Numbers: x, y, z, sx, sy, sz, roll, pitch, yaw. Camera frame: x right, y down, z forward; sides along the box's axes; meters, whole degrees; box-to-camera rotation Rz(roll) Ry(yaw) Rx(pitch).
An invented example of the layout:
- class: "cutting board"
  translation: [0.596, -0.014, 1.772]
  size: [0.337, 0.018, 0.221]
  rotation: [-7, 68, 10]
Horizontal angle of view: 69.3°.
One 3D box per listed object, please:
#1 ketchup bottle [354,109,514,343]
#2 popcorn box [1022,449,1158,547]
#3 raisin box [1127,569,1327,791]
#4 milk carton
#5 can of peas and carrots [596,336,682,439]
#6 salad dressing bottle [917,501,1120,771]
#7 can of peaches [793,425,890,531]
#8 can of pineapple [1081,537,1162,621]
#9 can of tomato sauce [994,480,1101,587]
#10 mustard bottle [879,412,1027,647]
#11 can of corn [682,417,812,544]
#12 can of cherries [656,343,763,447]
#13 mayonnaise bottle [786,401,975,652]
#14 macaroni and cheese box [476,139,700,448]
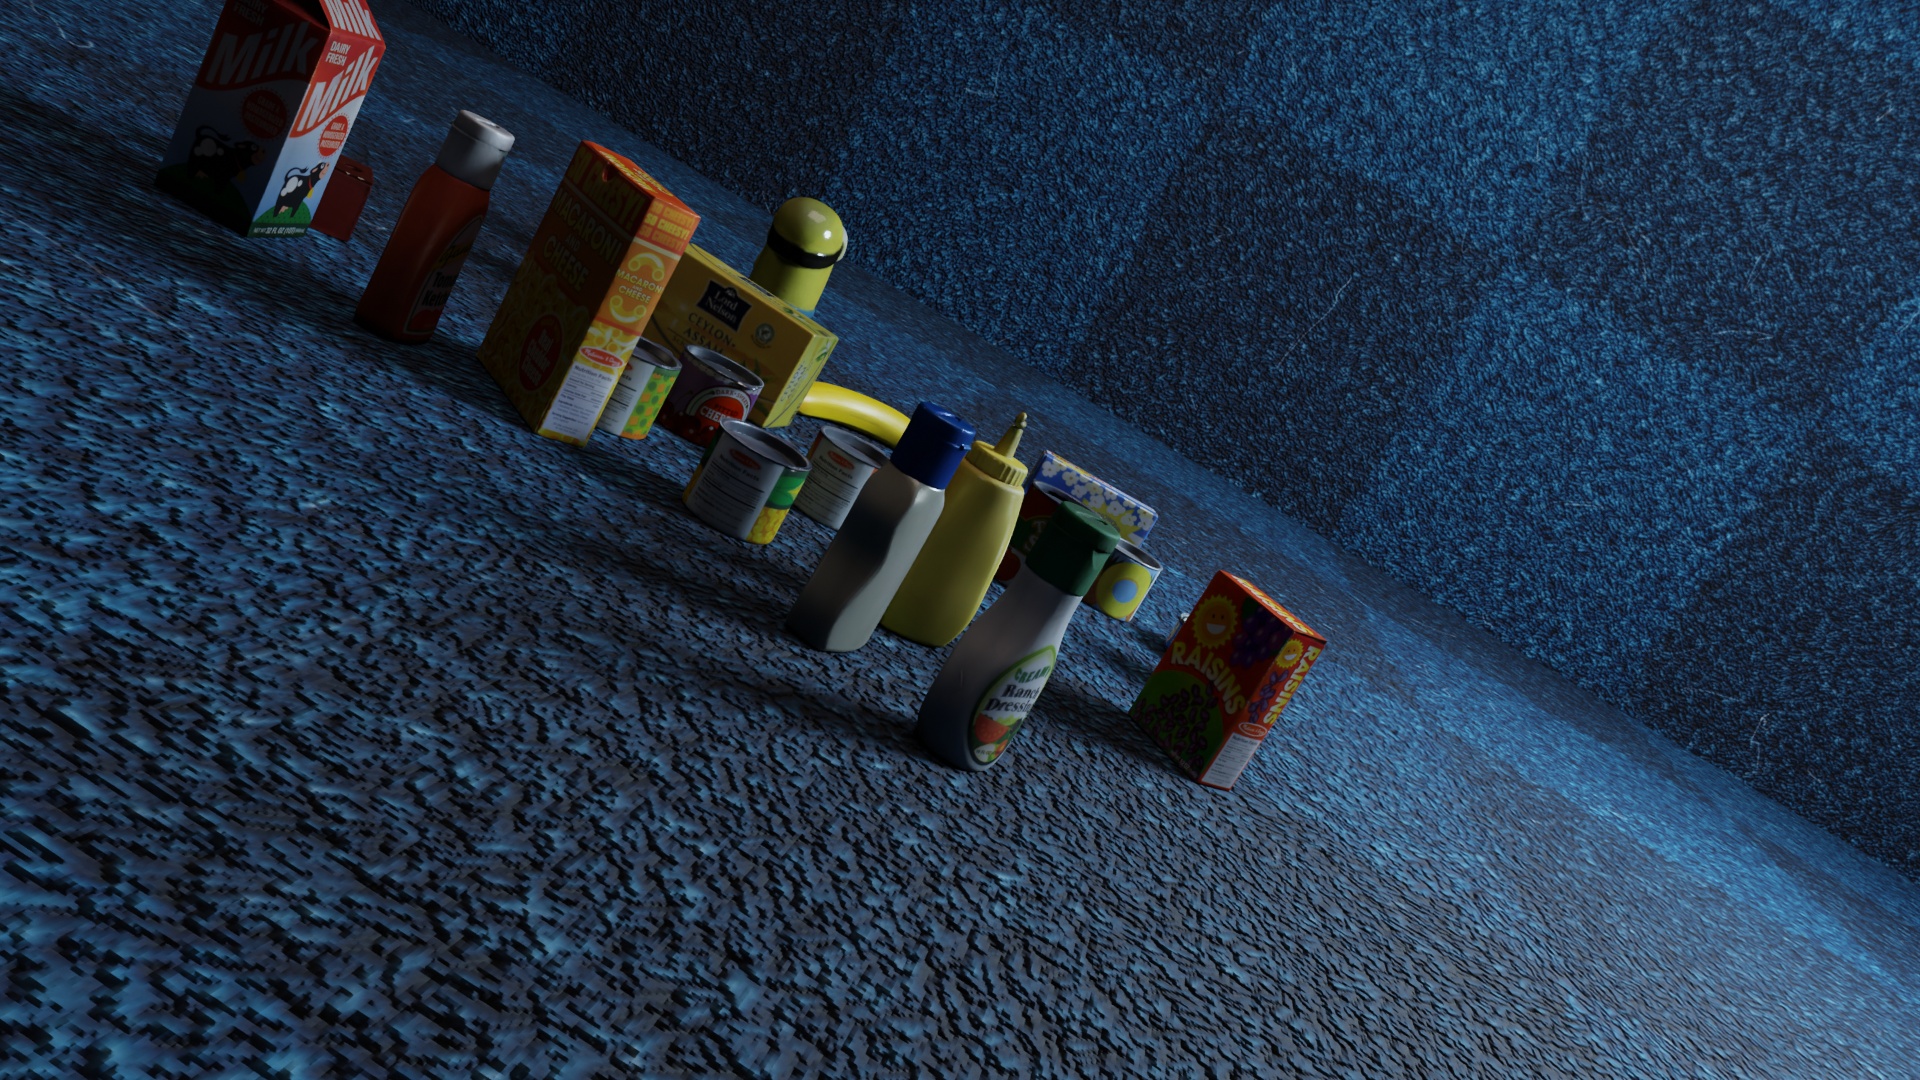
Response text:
- class: "ketchup bottle"
  translation: [-0.334, -0.200, 0.889]
  size: [0.043, 0.148, 0.065]
  rotation: [29, 12, -3]
- class: "popcorn box"
  translation: [0.114, -0.020, 1.335]
  size: [0.127, 0.085, 0.038]
  rotation: [29, 12, -6]
- class: "raisin box"
  translation: [0.180, 0.095, 0.946]
  size: [0.040, 0.123, 0.086]
  rotation: [21, 15, -37]
- class: "milk carton"
  translation: [-0.454, -0.304, 0.930]
  size: [0.073, 0.190, 0.072]
  rotation: [30, 12, -1]
- class: "can of peas and carrots"
  translation: [-0.236, -0.111, 0.967]
  size: [0.071, 0.058, 0.071]
  rotation: [28, 12, -7]
- class: "salad dressing bottle"
  translation: [0.031, 0.050, 0.732]
  size: [0.044, 0.147, 0.064]
  rotation: [39, 15, 35]
- class: "can of peaches"
  translation: [-0.088, -0.045, 1.040]
  size: [0.071, 0.058, 0.071]
  rotation: [28, 12, -7]
- class: "can of pineapple"
  translation: [0.137, 0.031, 1.247]
  size: [0.071, 0.057, 0.071]
  rotation: [28, 12, -7]
- class: "can of tomato sauce"
  translation: [0.069, 0.003, 1.148]
  size: [0.071, 0.083, 0.071]
  rotation: [28, 12, -7]
- class: "mustard bottle"
  translation: [0.003, -0.011, 0.878]
  size: [0.065, 0.160, 0.049]
  rotation: [25, 13, -24]
- class: "can of corn"
  translation: [-0.138, -0.038, 0.904]
  size: [0.071, 0.058, 0.071]
  rotation: [28, 12, -7]
- class: "can of cherries"
  translation: [-0.191, -0.107, 1.053]
  size: [0.071, 0.058, 0.071]
  rotation: [28, 12, -7]
- class: "mayonnaise bottle"
  translation: [-0.042, -0.007, 0.789]
  size: [0.041, 0.147, 0.065]
  rotation: [34, 13, 19]
- class: "macaroni and cheese box"
  translation: [-0.244, -0.162, 0.898]
  size: [0.040, 0.166, 0.124]
  rotation: [18, 17, -44]
